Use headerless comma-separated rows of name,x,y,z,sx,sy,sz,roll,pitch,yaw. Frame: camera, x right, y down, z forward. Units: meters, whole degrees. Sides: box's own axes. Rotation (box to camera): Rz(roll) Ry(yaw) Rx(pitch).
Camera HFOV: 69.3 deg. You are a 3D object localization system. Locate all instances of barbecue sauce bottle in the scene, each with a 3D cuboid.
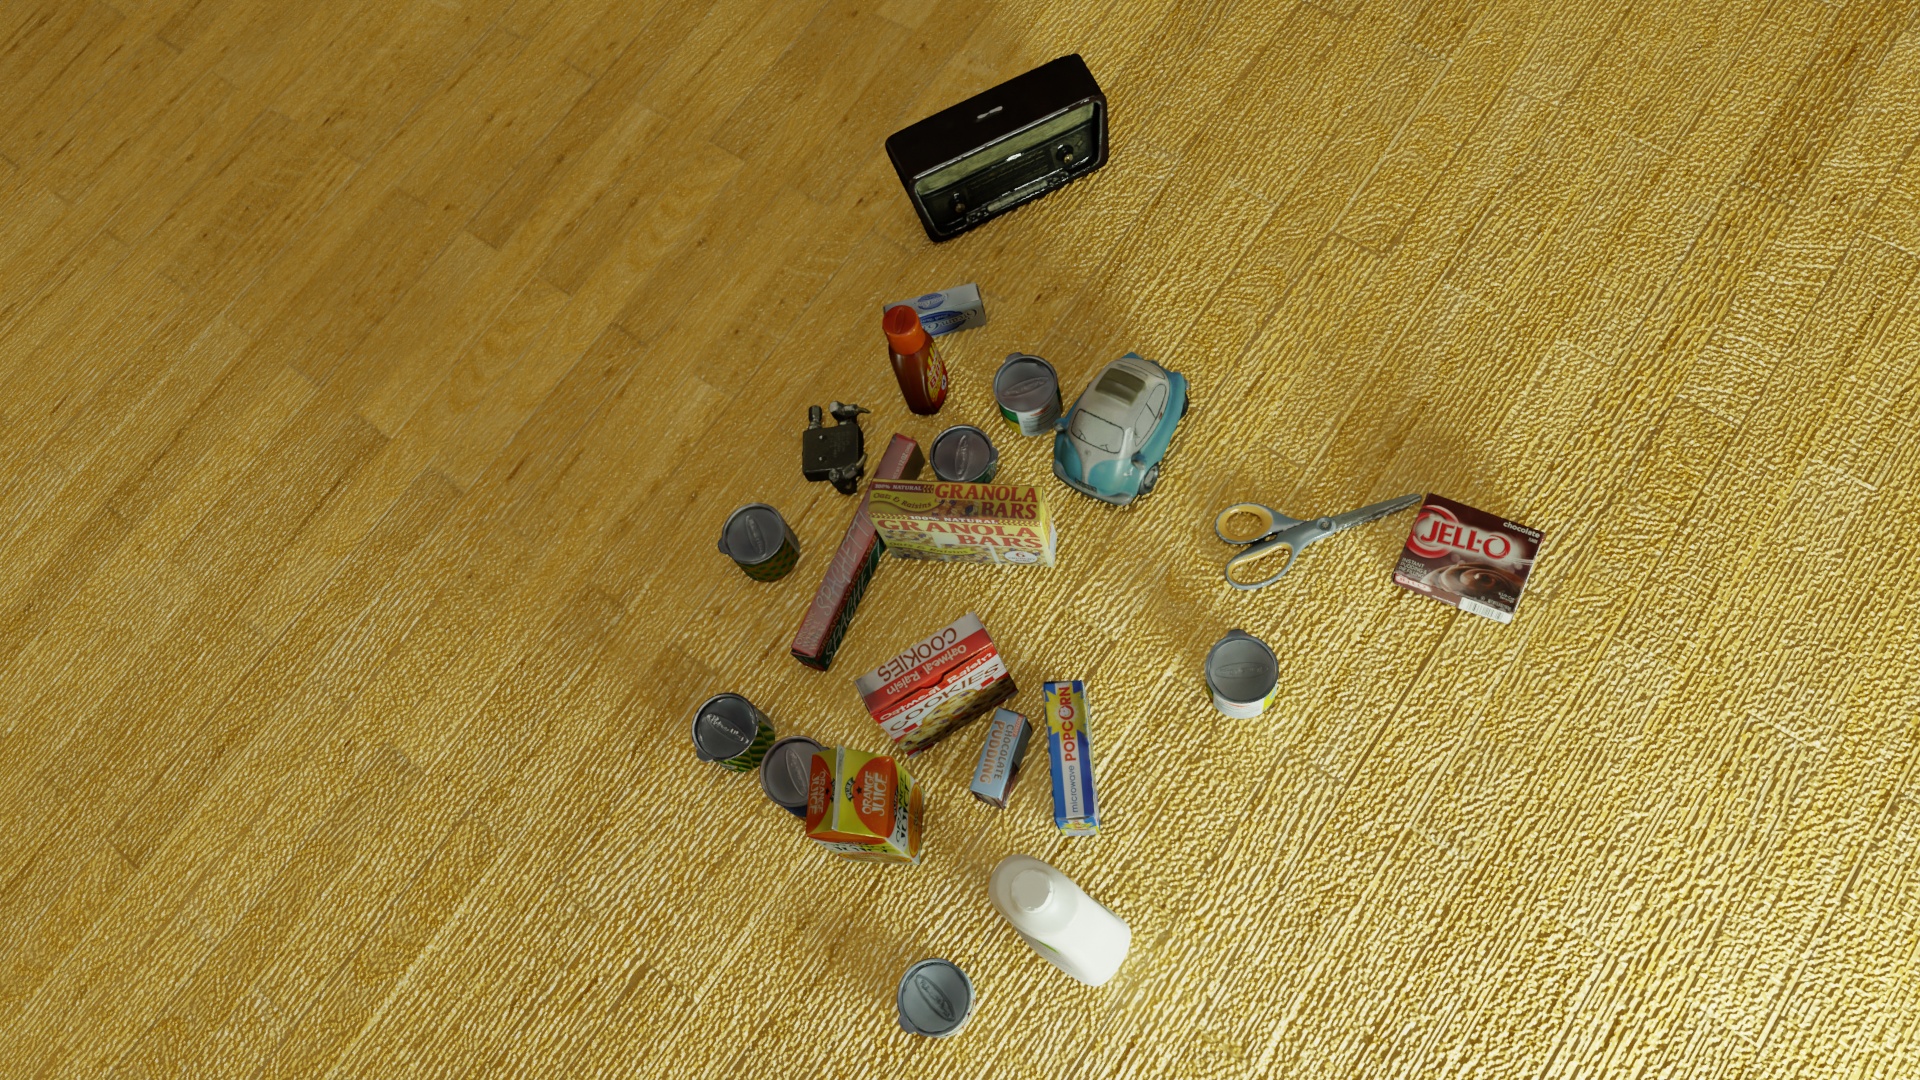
barbecue sauce bottle,-0.047,-0.186,1.409,0.044,0.148,0.065,6,70,13

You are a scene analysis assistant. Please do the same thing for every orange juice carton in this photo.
orange juice carton,-0.086,0.235,1.220,0.073,0.192,0.072,0,69,10

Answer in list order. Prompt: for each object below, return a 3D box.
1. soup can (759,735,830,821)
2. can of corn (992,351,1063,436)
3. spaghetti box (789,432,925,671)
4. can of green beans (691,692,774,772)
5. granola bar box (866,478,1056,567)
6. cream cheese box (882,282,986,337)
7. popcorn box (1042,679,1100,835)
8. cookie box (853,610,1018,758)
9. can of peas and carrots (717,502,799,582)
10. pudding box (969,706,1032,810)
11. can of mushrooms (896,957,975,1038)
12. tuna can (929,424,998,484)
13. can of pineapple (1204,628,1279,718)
soup can,-0.141,0.223,1.294,0.071,0.083,0.071,-4,68,9
can of corn,0.069,-0.150,1.423,0.071,0.058,0.071,-4,68,9
spaghetti box,-0.101,0.011,1.392,0.029,0.050,0.251,19,73,17
can of green beans,-0.218,0.186,1.338,0.071,0.057,0.071,-4,68,9
granola bar box,0.005,-0.017,1.344,0.165,0.124,0.039,3,69,12
cream cheese box,-0.026,-0.240,1.480,0.104,0.053,0.024,-13,67,5
popcorn box,0.101,0.198,1.260,0.038,0.085,0.127,-7,67,8
cookie box,-0.018,0.135,1.263,0.123,0.167,0.040,-31,66,-3
can of peas and carrots,-0.204,0.004,1.409,0.071,0.058,0.071,-4,68,9
pudding box,0.038,0.202,1.289,0.030,0.049,0.084,15,72,16
can of mushrooms,-0.023,0.406,1.226,0.071,0.033,0.071,-4,68,9
tuna can,0.006,-0.082,1.421,0.071,0.032,0.071,-4,68,9
can of pineapple,0.259,0.124,1.277,0.071,0.057,0.071,-4,68,9
